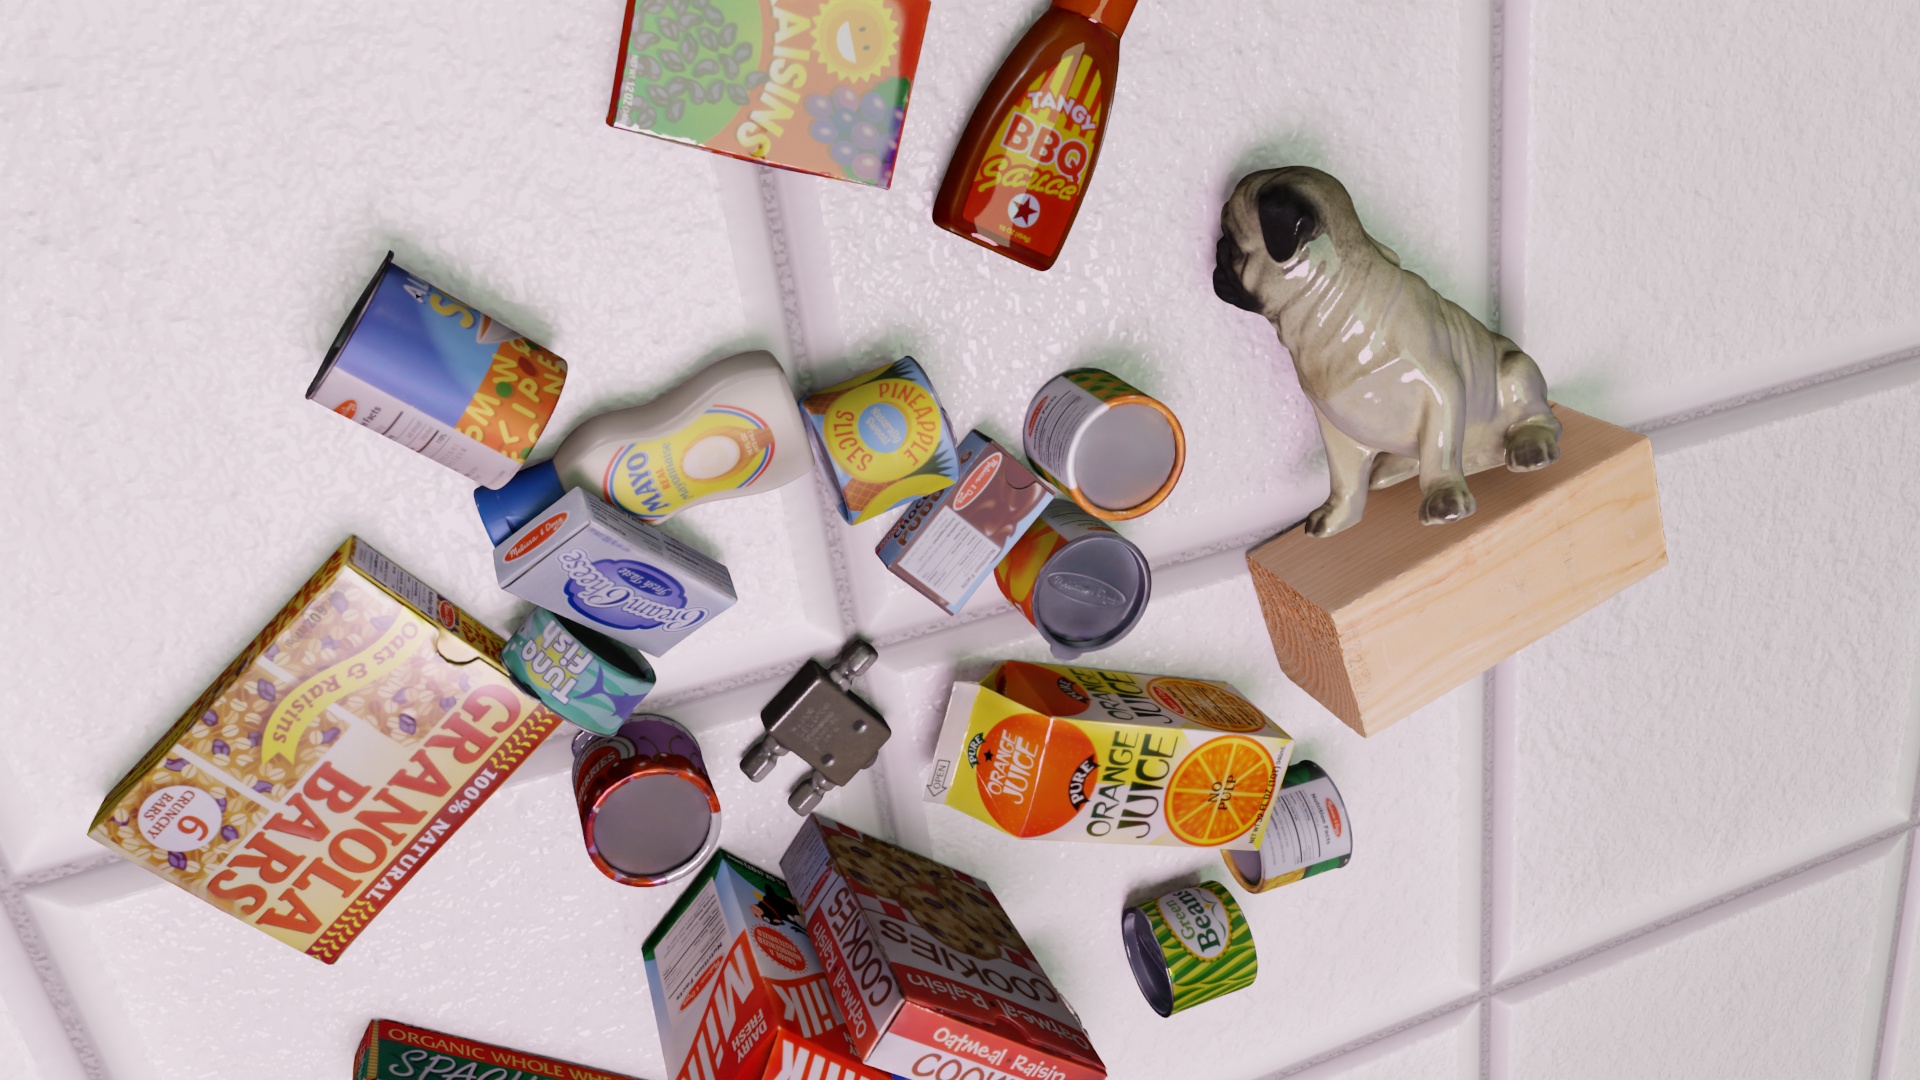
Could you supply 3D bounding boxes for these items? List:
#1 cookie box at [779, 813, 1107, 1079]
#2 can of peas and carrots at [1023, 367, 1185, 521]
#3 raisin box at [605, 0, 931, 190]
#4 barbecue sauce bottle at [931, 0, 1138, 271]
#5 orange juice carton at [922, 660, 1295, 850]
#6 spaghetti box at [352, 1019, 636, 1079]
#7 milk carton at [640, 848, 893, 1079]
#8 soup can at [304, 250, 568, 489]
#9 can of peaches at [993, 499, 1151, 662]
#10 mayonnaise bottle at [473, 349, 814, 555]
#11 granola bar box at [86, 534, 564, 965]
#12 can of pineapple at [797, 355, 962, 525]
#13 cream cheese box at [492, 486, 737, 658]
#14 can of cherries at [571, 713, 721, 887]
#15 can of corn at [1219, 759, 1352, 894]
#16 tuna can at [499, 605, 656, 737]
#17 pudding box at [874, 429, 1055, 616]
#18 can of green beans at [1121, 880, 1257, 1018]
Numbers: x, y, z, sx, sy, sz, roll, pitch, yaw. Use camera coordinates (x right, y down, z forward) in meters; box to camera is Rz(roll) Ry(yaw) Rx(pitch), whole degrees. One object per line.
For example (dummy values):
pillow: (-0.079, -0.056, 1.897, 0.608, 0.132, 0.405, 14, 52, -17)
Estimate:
cookie box: (-0.013, 0.214, 0.707, 0.123, 0.168, 0.040, 29, 97, -27)
can of peas and carrots: (0.075, -0.049, 0.706, 0.071, 0.059, 0.070, -7, 112, -18)
raisin box: (-0.083, -0.207, 0.600, 0.123, 0.040, 0.086, 7, 105, -21)
barbecue sauce bottle: (0.043, -0.204, 0.646, 0.065, 0.044, 0.148, 19, 101, -24)
orange juice carton: (0.076, 0.117, 0.758, 0.193, 0.073, 0.071, 8, 106, -22)
spaghetti box: (-0.197, 0.308, 0.739, 0.250, 0.050, 0.028, 25, 98, -26)
milk carton: (-0.094, 0.241, 0.673, 0.072, 0.191, 0.073, 37, 94, -27)
soup can: (-0.218, -0.071, 0.585, 0.083, 0.071, 0.071, 30, 97, -27)
can of peaches: (0.056, 0.020, 0.724, 0.071, 0.058, 0.071, -7, 112, -18)
mayonnaise bottle: (-0.145, -0.034, 0.638, 0.148, 0.041, 0.064, -23, 123, -11)
granola bar box: (-0.284, 0.099, 0.636, 0.165, 0.039, 0.124, -47, 118, 1)
can of pineapple: (-0.039, -0.047, 0.658, 0.058, 0.071, 0.070, -23, 116, -11)
cream cheese box: (-0.154, 0.017, 0.634, 0.053, 0.024, 0.103, -34, 144, 15)
can of cherries: (-0.157, 0.127, 0.683, 0.071, 0.058, 0.071, -7, 112, -18)
can of corn: (0.189, 0.171, 0.827, 0.058, 0.071, 0.071, -13, 113, -15)
tuna can: (-0.178, 0.058, 0.644, 0.071, 0.071, 0.033, 38, 92, -28)
pudding box: (0.003, -0.009, 0.709, 0.049, 0.030, 0.083, 38, 93, -26)
can of green beans: (0.137, 0.243, 0.831, 0.058, 0.071, 0.071, -15, 114, -15)
